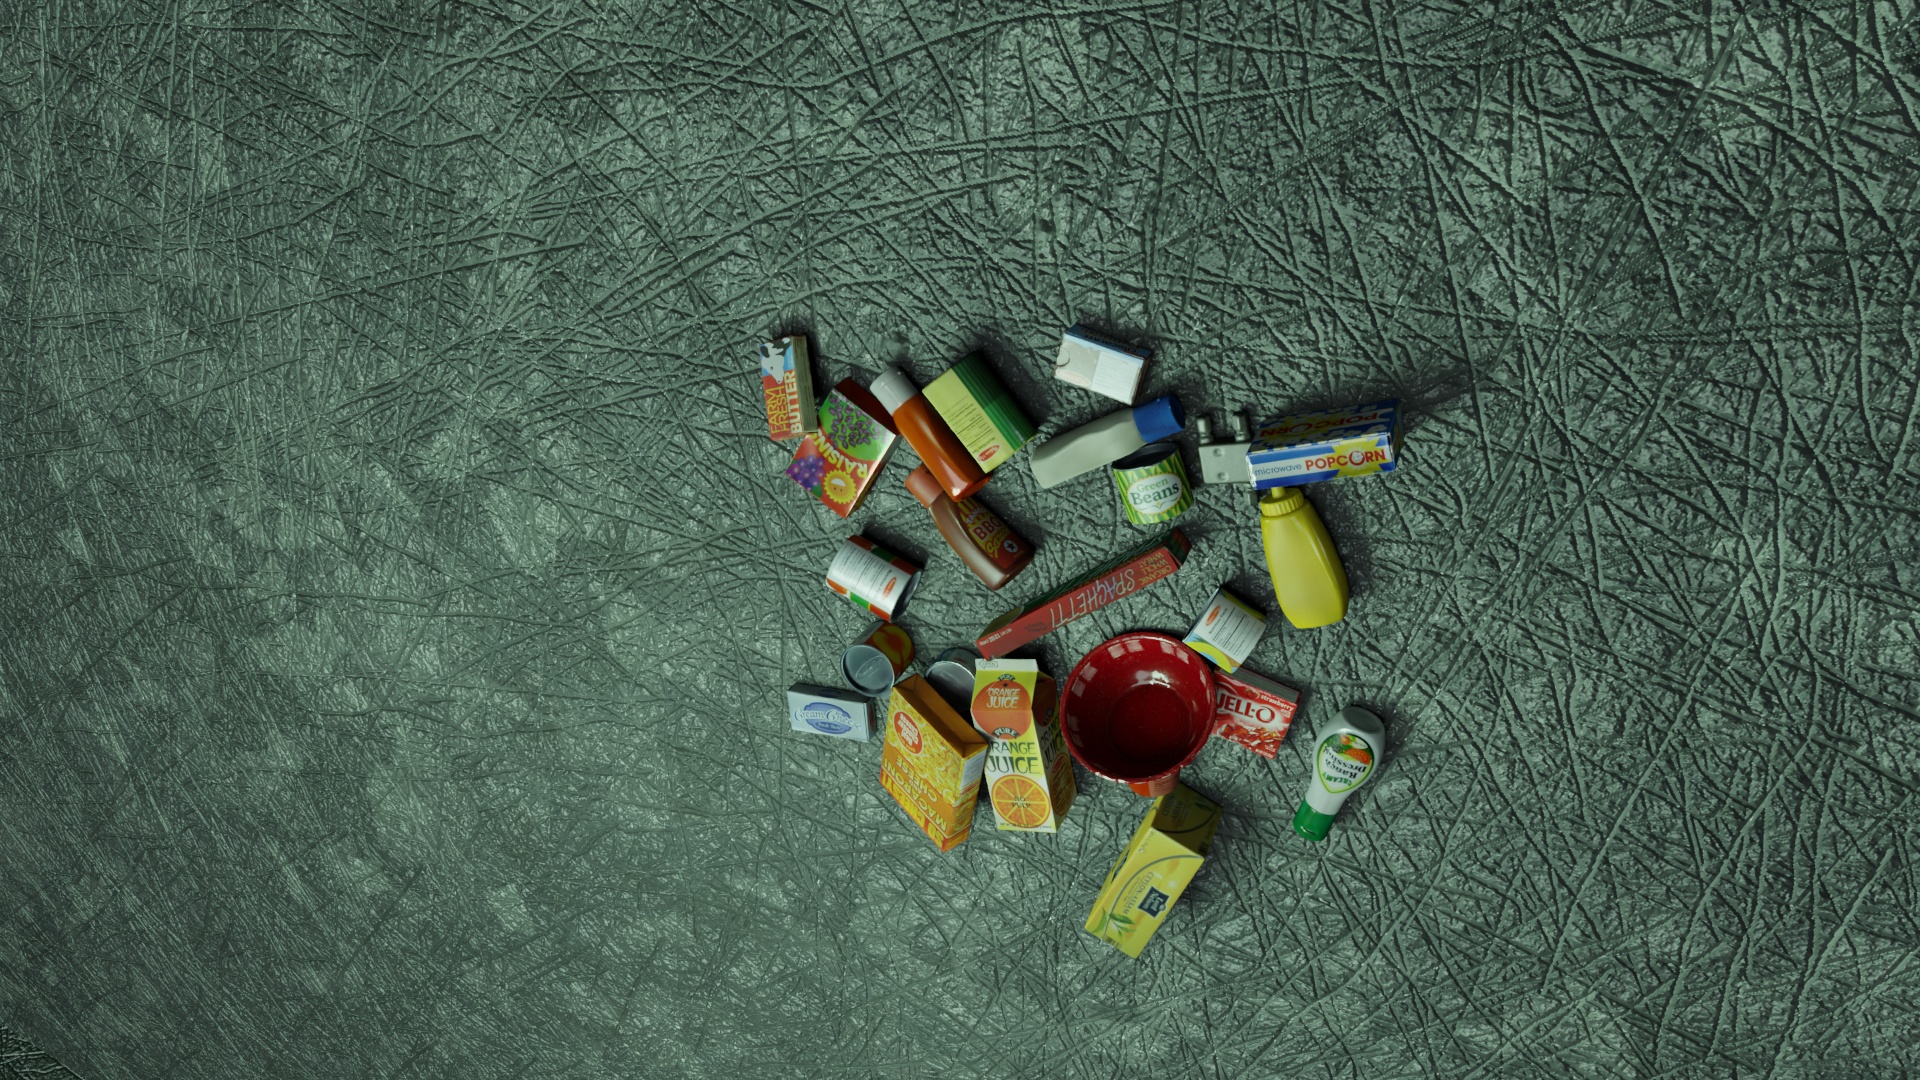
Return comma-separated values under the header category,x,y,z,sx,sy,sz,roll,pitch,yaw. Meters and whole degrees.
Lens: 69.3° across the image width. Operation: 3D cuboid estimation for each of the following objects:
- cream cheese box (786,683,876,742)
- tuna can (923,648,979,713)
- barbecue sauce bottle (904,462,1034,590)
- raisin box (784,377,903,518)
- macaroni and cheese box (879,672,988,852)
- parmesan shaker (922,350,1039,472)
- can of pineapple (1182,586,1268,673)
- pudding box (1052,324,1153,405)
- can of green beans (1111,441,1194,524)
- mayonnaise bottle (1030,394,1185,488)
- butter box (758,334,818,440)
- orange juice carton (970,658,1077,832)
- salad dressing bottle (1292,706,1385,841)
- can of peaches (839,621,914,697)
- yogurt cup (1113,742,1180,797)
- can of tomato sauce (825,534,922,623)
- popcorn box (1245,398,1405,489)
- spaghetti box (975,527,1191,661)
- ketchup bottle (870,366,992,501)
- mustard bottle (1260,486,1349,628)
category,x,y,z,sx,sy,sz,roll,pitch,yaw
cream cheese box,-0.150,0.200,1.618,0.104,0.024,0.053,6,115,22
tuna can,-0.005,0.156,1.526,0.071,0.033,0.070,10,117,20
barbecue sauce bottle,0.005,-0.018,1.425,0.148,0.065,0.043,46,132,9
raisin box,-0.120,-0.096,1.456,0.086,0.040,0.122,37,122,4
macaroni and cheese box,-0.032,0.246,1.532,0.124,0.040,0.165,42,141,32
parmesan shaker,0.021,-0.128,1.361,0.071,0.071,0.103,-35,96,33
can of pineapple,0.259,0.087,1.357,0.058,0.071,0.070,34,123,6
pudding box,0.134,-0.167,1.313,0.084,0.030,0.049,21,121,14
can of green beans,0.183,-0.055,1.322,0.071,0.071,0.057,-11,109,28
mayonnaise bottle,0.141,-0.096,1.326,0.148,0.065,0.041,-21,107,27
butter box,-0.178,-0.158,1.438,0.053,0.024,0.103,-7,91,42
orange juice carton,0.066,0.213,1.497,0.072,0.073,0.192,-3,112,26
salad dressing bottle,0.374,0.235,1.385,0.064,0.044,0.146,23,121,14
can of peaches,-0.090,0.132,1.539,0.071,0.058,0.071,9,117,19
yogurt cup,0.200,0.230,1.452,0.072,0.073,0.053,4,123,23
can of tomato sauce,-0.093,0.041,1.494,0.083,0.071,0.070,29,122,10
popcorn box,0.324,-0.085,1.232,0.126,0.085,0.038,-8,111,27
spaghetti box,0.122,0.057,1.412,0.249,0.050,0.028,-29,100,32
ketchup bottle,-0.031,-0.109,1.399,0.043,0.065,0.149,-41,84,23
mustard bottle,0.315,0.002,1.300,0.065,0.049,0.160,-13,107,29
